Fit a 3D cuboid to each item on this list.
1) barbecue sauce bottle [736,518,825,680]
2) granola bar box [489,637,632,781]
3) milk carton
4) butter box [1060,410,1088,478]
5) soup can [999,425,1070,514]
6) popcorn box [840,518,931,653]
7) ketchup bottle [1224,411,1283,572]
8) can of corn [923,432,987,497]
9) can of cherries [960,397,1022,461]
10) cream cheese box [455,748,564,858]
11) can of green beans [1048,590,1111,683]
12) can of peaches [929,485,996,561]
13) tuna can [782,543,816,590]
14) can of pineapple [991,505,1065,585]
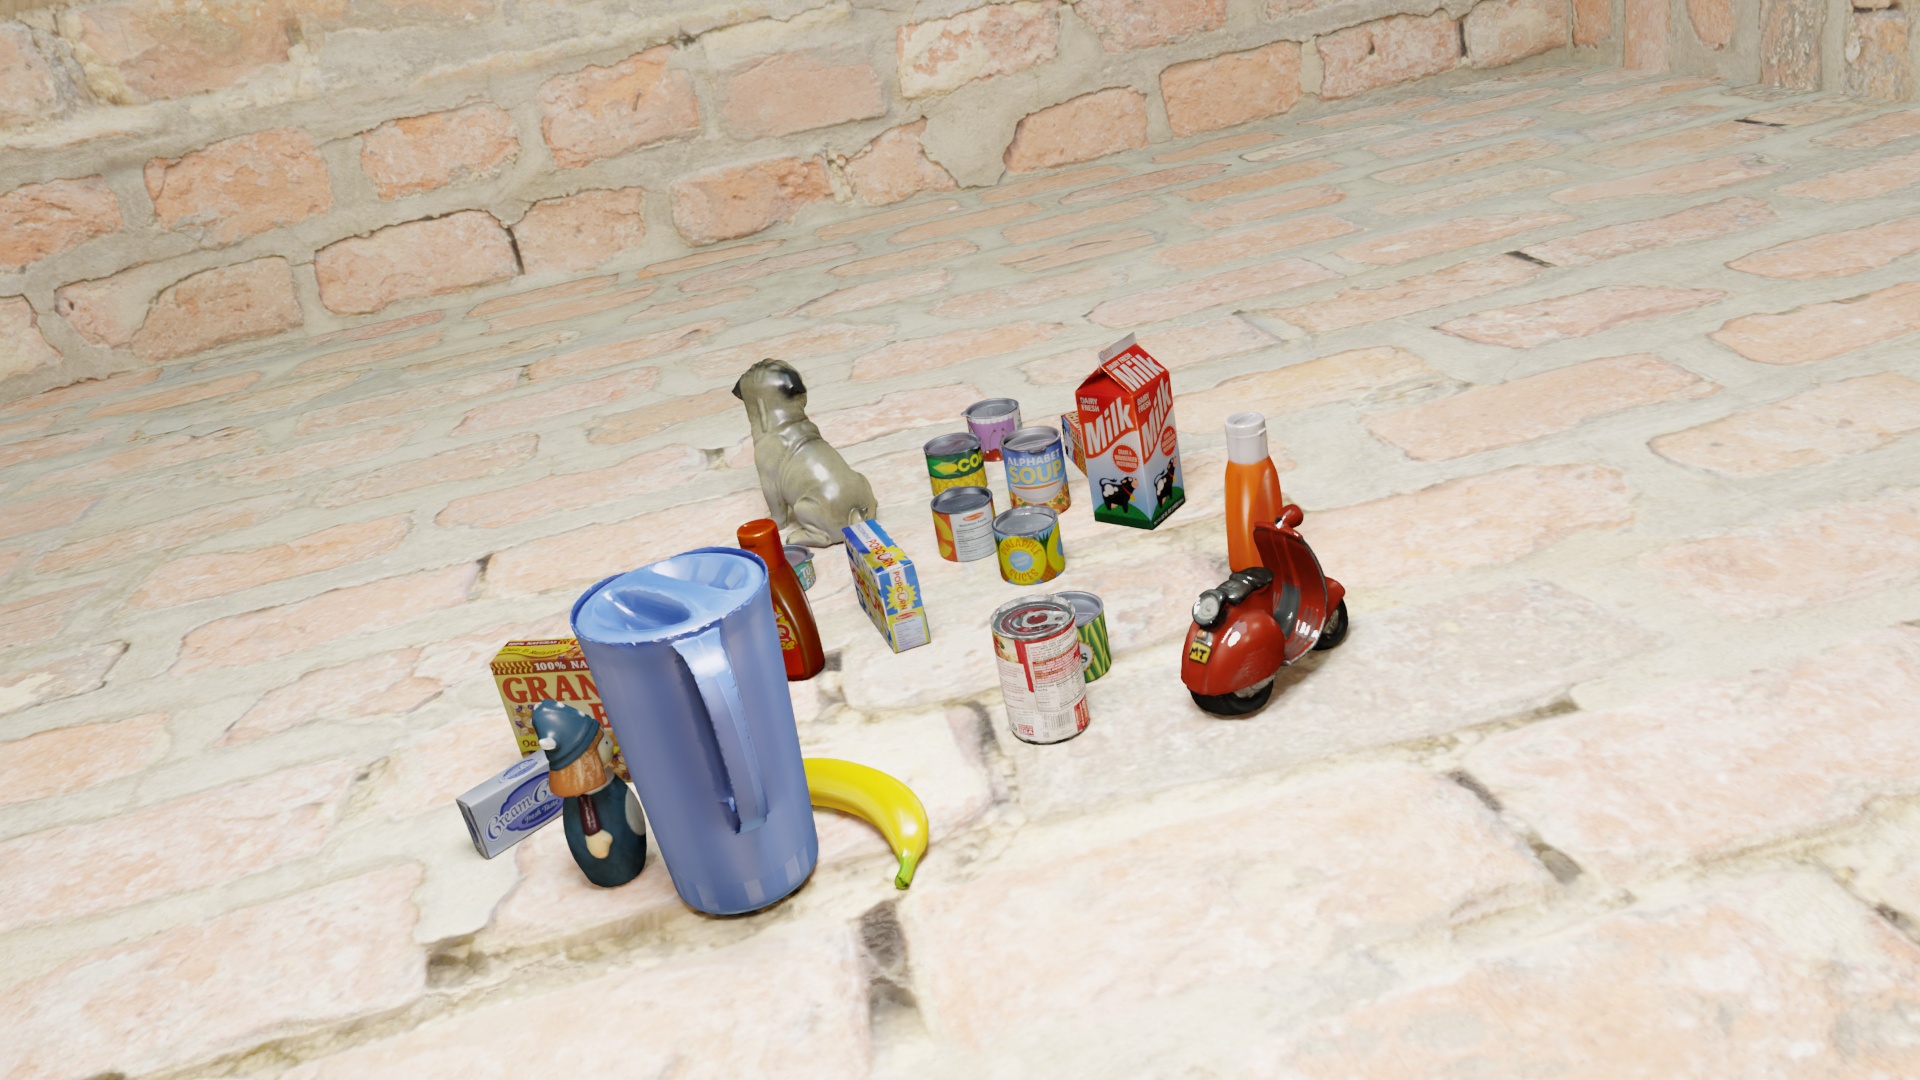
[{"bbox_3d":[-0.167,0.053,1.253,0.065,0.148,0.044,3,28,28],"label":"barbecue sauce bottle"},{"bbox_3d":[-0.291,0.139,1.149,0.165,0.123,0.039,-4,25,14],"label":"granola bar box"},{"bbox_3d":[0.172,-0.113,1.422,0.073,0.189,0.073,10,31,38],"label":"milk carton"},{"bbox_3d":[0.143,-0.107,1.585,0.024,0.053,0.104,-15,25,-8],"label":"butter box"},{"bbox_3d":[0.082,-0.072,1.497,0.071,0.083,0.071,-9,24,4],"label":"soup can"},{"bbox_3d":[-0.072,0.041,1.317,0.038,0.085,0.127,-18,25,-14],"label":"popcorn box"},{"bbox_3d":[0.270,-0.044,1.284,0.043,0.148,0.065,14,34,43],"label":"ketchup bottle"},{"bbox_3d":[-0.003,-0.085,1.590,0.071,0.058,0.071,-9,25,4],"label":"can of corn"},{"bbox_3d":[0.040,-0.133,1.677,0.071,0.058,0.072,-9,25,4],"label":"can of cherries"},{"bbox_3d":[-0.347,0.205,1.116,0.024,0.053,0.104,14,35,44],"label":"cream cheese box"},{"bbox_3d":[0.093,0.084,1.190,0.071,0.057,0.071,-9,25,4],"label":"can of green beans"},{"bbox_3d":[0.005,-0.018,1.444,0.071,0.057,0.071,-9,25,4],"label":"can of peaches"},{"bbox_3d":[-0.182,0.032,1.443,0.071,0.032,0.071,-9,25,4],"label":"tuna can"},{"bbox_3d":[0.067,0.005,1.369,0.071,0.057,0.071,-9,25,4],"label":"can of pineapple"}]
